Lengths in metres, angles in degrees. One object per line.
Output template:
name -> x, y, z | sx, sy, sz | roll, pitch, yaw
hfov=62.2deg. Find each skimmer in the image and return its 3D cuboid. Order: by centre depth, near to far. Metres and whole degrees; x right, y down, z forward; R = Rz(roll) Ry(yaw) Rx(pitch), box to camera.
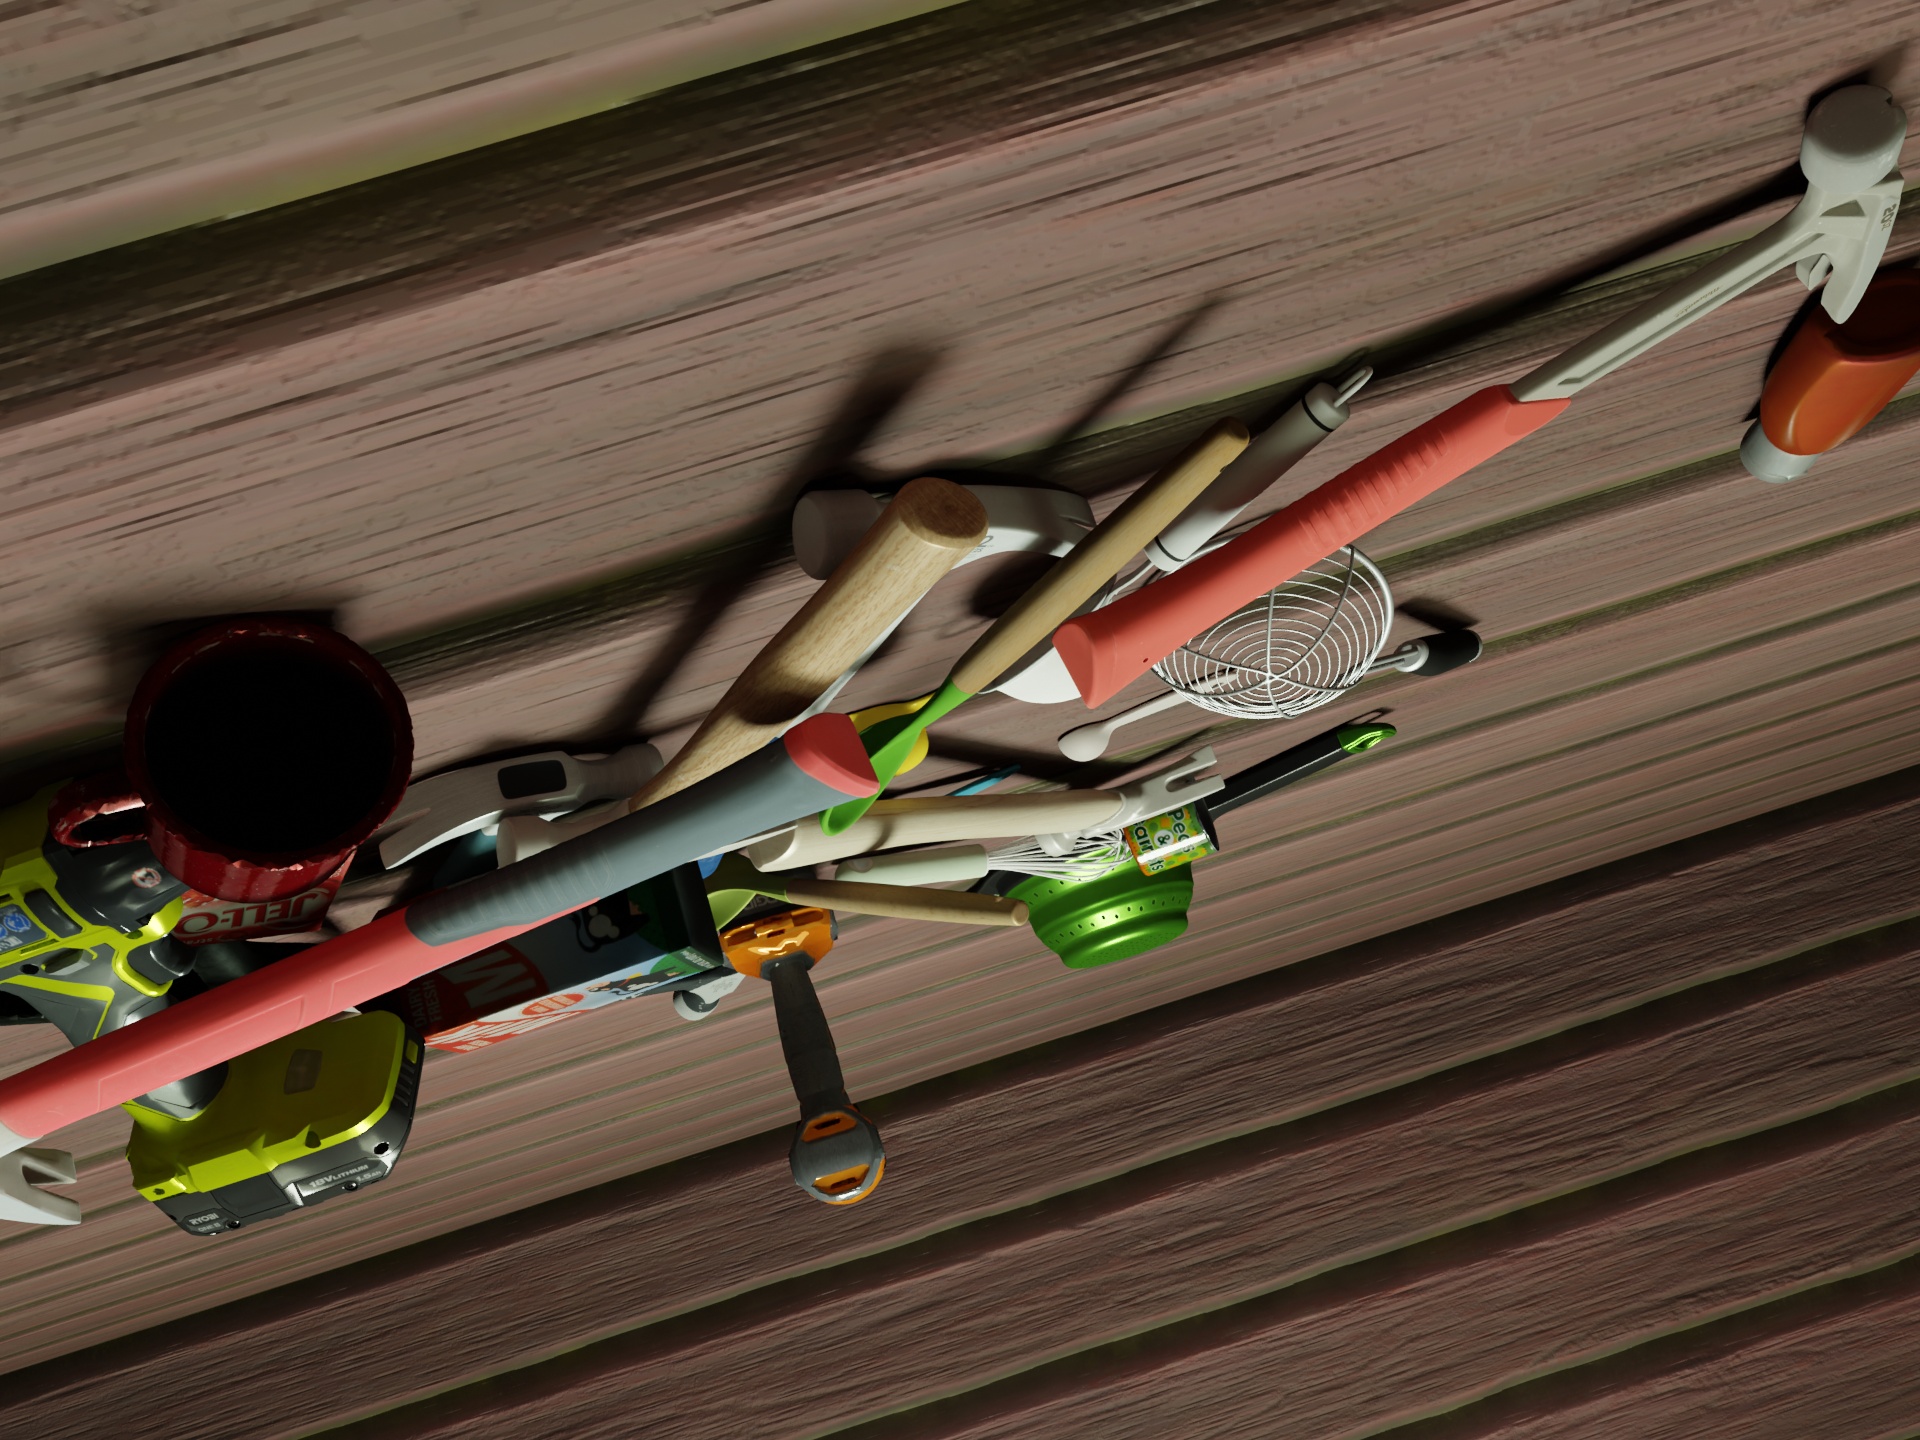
skimmer -> 0.227, -0.059, 0.917 | 0.127, 0.090, 0.363 | -32, 168, 32

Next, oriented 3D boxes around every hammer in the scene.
hammer -> -0.213, 0.094, 0.623 | 0.386, 0.038, 0.143 | -23, 152, -7
hammer -> 0.199, -0.109, 0.646 | 0.359, 0.037, 0.149 | -32, 159, 13
hammer -> -0.083, -0.003, 0.658 | 0.130, 0.031, 0.331 | -3, 157, -34
hammer -> -0.073, -0.002, 0.781 | 0.144, 0.035, 0.405 | -7, 160, -30
hammer -> -0.278, 0.093, 0.874 | 0.128, 0.033, 0.331 | -6, 159, -35
hammer -> 0.021, 0.055, 0.972 | 0.146, 0.038, 0.410 | -24, 167, 29
hammer -> -0.348, 0.223, 1.197 | 0.408, 0.036, 0.149 | -5, 158, -34

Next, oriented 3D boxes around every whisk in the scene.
whisk -> 0.022, 0.104, 1.185 | 0.246, 0.058, 0.059 | -5, 121, -25

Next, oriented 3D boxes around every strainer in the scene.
strainer -> 0.087, -0.070, 0.707 | 0.258, 0.050, 0.087 | -42, -172, 38

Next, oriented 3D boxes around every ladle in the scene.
ladle -> -0.075, 0.110, 0.910 | 0.078, 0.062, 0.320 | -26, -164, -40

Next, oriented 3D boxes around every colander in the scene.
colander -> 0.188, 0.117, 1.301 | 0.397, 0.095, 0.204 | -29, 160, 32

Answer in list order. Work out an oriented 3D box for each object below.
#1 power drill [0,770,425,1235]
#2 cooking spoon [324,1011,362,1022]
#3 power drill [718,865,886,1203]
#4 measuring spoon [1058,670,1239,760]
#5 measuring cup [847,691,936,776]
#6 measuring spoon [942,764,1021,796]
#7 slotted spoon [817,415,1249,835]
power drill -> -0.337, 0.120, 0.686 | 0.171, 0.080, 0.223 | -18, 129, 6
cooking spoon -> -0.291, 0.141, 0.899 | 0.319, 0.017, 0.068 | -26, 173, -39
power drill -> -0.108, 0.233, 1.139 | 0.084, 0.227, 0.164 | -16, 162, -7
measuring spoon -> 0.120, -0.001, 1.003 | 0.124, 0.018, 0.034 | -24, 161, 18
measuring cup -> -0.001, -0.003, 0.857 | 0.156, 0.029, 0.062 | -22, 162, 17
measuring spoon -> -0.021, 0.047, 1.026 | 0.128, 0.021, 0.042 | -22, 165, -17
slotted spoon -> 0.017, -0.031, 0.670 | 0.070, 0.031, 0.313 | -40, 179, -44
